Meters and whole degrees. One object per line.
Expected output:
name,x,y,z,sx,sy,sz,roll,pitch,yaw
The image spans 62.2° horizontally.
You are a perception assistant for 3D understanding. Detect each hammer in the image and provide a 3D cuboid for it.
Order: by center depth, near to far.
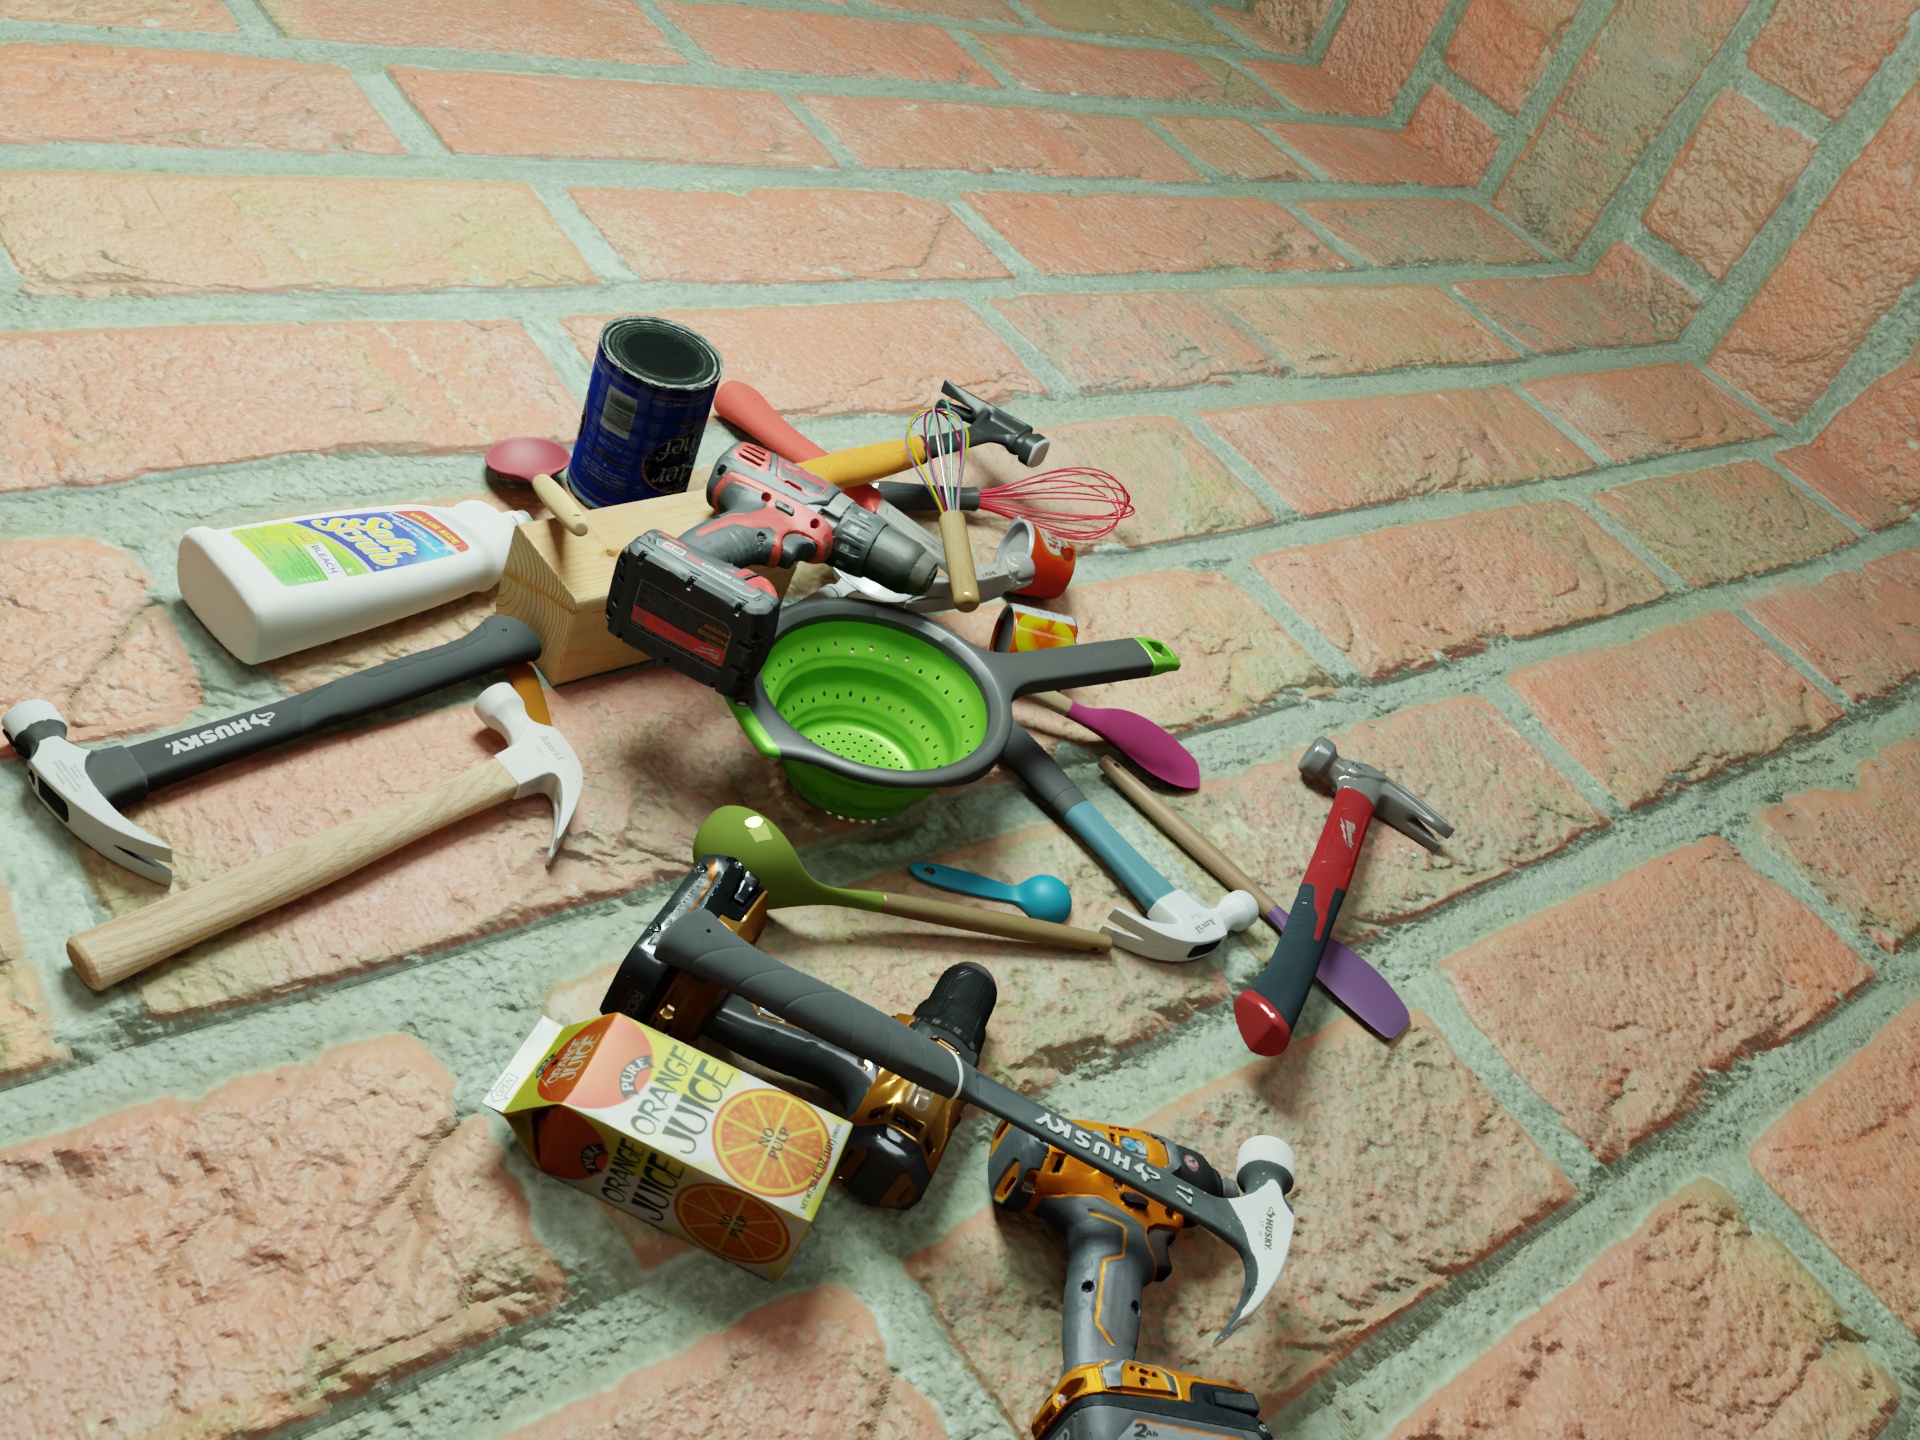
hammer,0.010,0.218,0.920,0.409,0.036,0.149,28,32,-2
hammer,-0.377,0.080,0.987,0.130,0.031,0.331,45,44,16
hammer,-0.423,-0.003,1.049,0.146,0.035,0.335,44,43,21
hammer,0.298,0.145,1.256,0.143,0.038,0.386,34,36,5
hammer,0.083,0.061,1.259,0.128,0.033,0.331,-20,57,-43
hammer,-0.105,-0.203,1.394,0.359,0.036,0.149,39,35,30
hammer,-0.055,-0.242,1.416,0.127,0.034,0.337,34,33,21

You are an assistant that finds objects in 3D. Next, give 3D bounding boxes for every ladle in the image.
ladle,-0.033,0.121,1.114,0.320,0.078,0.062,14,49,-24
ladle,-0.314,-0.178,1.212,0.069,0.031,0.316,-9,21,-20

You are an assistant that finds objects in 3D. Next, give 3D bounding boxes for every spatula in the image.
spatula,0.230,0.134,1.269,0.316,0.018,0.060,42,39,17

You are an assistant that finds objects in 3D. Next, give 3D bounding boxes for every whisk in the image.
whisk,-0.006,-0.182,1.314,0.047,0.051,0.245,20,42,-31
whisk,0.032,-0.210,1.512,0.295,0.073,0.073,-1,46,-21

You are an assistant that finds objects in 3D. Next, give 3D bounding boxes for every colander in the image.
colander,-0.002,-0.004,1.224,0.397,0.094,0.205,-8,46,-31

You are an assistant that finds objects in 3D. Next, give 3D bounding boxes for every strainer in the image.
strainer,-0.105,-0.103,1.301,0.087,0.050,0.258,39,29,5

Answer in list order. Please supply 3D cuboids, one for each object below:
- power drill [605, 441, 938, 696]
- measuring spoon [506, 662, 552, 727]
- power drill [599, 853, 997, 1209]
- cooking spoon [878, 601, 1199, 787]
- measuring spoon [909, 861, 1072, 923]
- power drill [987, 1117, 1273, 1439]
power drill,-0.131,-0.110,1.156,0.188,0.080,0.227,28,37,4
measuring spoon,-0.308,-0.017,1.148,0.021,0.011,0.117,-5,49,-33
power drill,-0.087,0.178,1.004,0.226,0.084,0.185,32,39,1
cooking spoon,0.067,-0.021,1.315,0.318,0.017,0.069,27,37,-17
measuring spoon,0.025,0.118,1.171,0.128,0.021,0.042,15,40,-15
power drill,0.108,0.339,0.933,0.164,0.084,0.227,14,37,-18
